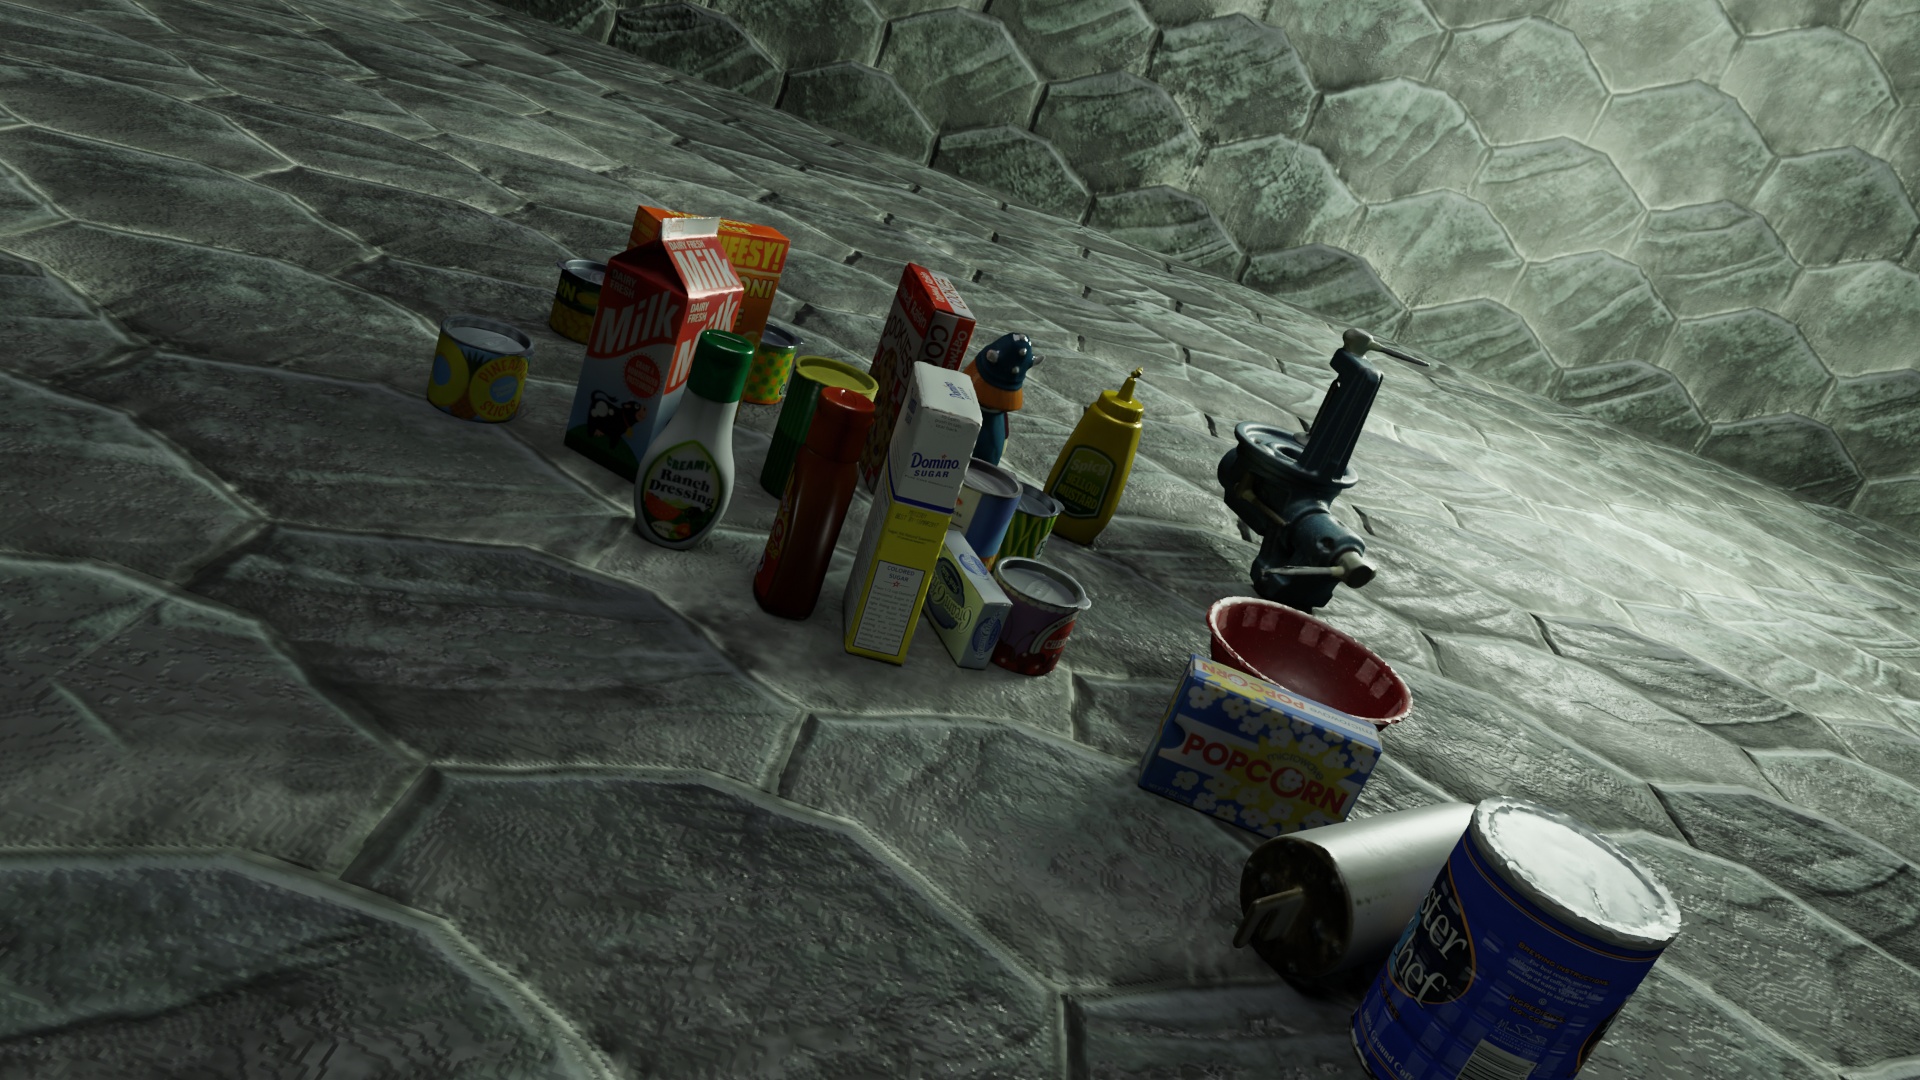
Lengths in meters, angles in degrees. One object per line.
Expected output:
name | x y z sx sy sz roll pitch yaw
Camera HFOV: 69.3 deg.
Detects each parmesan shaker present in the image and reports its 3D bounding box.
parmesan shaker | -0.113 -0.083 1.077 0.071 0.102 0.071 18 22 -8

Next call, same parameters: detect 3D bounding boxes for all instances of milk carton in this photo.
milk carton | -0.219 -0.145 1.010 0.073 0.189 0.072 28 23 16

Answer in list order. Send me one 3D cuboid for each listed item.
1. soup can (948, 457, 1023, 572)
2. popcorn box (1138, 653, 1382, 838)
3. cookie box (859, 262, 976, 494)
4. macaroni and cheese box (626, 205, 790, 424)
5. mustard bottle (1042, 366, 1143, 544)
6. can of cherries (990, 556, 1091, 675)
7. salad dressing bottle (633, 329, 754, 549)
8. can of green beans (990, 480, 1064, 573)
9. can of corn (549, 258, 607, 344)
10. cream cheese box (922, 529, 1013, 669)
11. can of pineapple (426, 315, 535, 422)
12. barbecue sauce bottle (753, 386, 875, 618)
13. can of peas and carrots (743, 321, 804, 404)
soup can | 0.004 -0.013 1.045 0.071 0.083 0.071 18 22 -8
popcorn box | 0.186 0.135 0.867 0.127 0.085 0.038 22 22 1
cookie box | -0.045 -0.135 1.171 0.040 0.166 0.123 13 24 -20
macaroni and cheese box | -0.219 -0.178 1.116 0.124 0.165 0.040 -1 31 -43
mustard bottle | 0.120 -0.077 1.192 0.065 0.159 0.049 25 22 9
can of cherries | 0.048 0.054 0.966 0.071 0.058 0.072 18 22 -8
salad dressing bottle | -0.176 -0.067 0.928 0.064 0.147 0.044 17 22 -10
can of green beans | 0.038 -0.011 1.104 0.071 0.057 0.071 18 22 -8
can of corn | -0.331 -0.212 1.239 0.071 0.058 0.071 18 22 -8
cream cheese box | -0.001 0.039 0.963 0.024 0.053 0.104 9 25 -28
can of pineapple | -0.353 -0.125 1.023 0.071 0.057 0.071 18 22 -8
barbecue sauce bottle | -0.094 -0.026 0.905 0.044 0.148 0.065 14 23 -16
can of peas and carrots | -0.183 -0.162 1.253 0.071 0.058 0.071 18 22 -8
